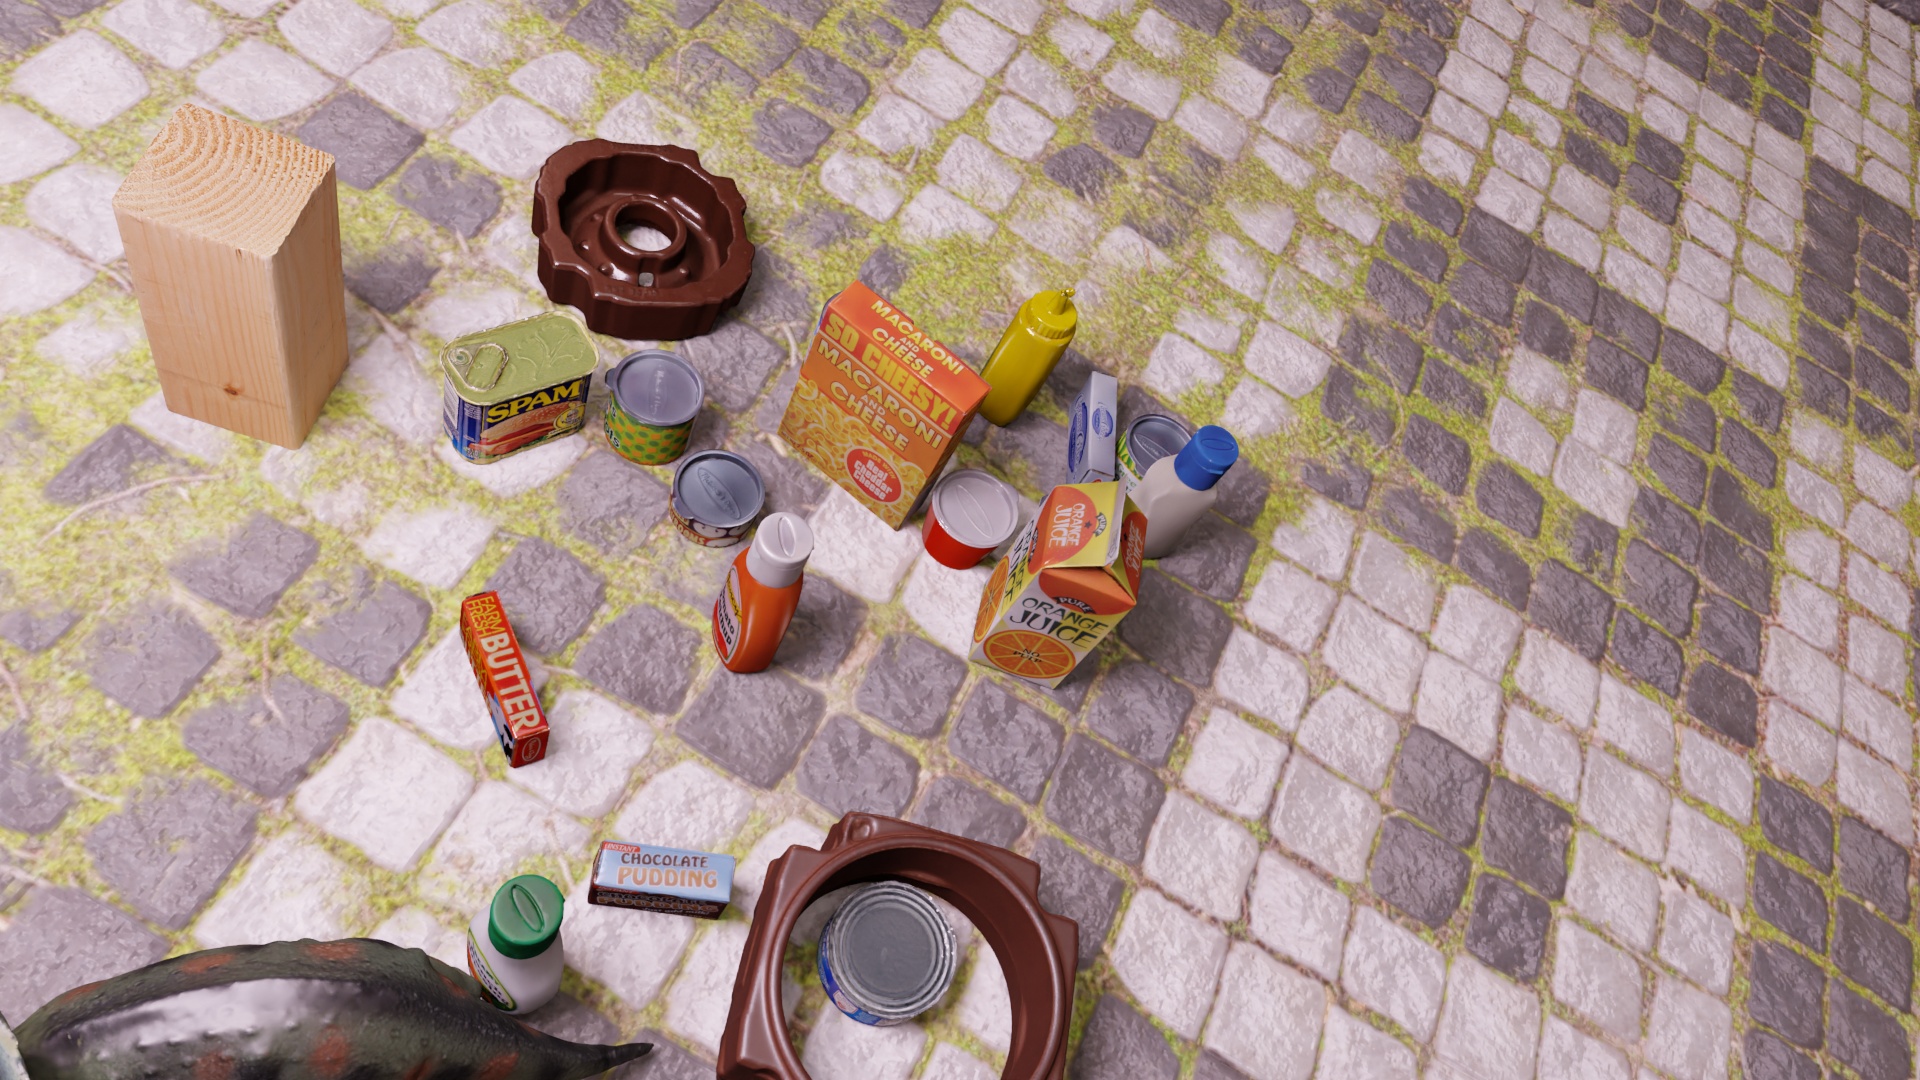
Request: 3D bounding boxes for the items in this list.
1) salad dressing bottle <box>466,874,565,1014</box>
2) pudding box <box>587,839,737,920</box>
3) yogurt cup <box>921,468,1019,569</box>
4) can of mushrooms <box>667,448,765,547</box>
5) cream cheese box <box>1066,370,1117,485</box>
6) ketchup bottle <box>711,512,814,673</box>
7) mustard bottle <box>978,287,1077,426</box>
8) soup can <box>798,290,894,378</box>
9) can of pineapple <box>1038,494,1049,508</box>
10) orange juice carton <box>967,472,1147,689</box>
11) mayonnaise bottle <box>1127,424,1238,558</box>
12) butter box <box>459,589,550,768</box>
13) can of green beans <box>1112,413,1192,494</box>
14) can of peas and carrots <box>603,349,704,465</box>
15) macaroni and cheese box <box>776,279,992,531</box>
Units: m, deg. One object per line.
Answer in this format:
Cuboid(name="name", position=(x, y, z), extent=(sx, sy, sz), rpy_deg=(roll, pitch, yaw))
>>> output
Cuboid(name="salad dressing bottle", position=(-0.244, 0.221, 0.767), extent=(0.044, 0.147, 0.064), rpy_deg=(-28, 74, -32))
Cuboid(name="pudding box", position=(-0.184, 0.209, 0.857), extent=(0.084, 0.049, 0.030), rpy_deg=(12, 58, -15))
Cuboid(name="yogurt cup", position=(0.004, -0.013, 1.062), extent=(0.072, 0.053, 0.073), rpy_deg=(10, 58, -16))
Cuboid(name="can of mushrooms", position=(-0.180, -0.030, 1.011), extent=(0.071, 0.033, 0.071), rpy_deg=(10, 58, -16))
Cuboid(name="cream cheese box", position=(0.108, -0.083, 1.145), extent=(0.024, 0.053, 0.104), rpy_deg=(14, 57, -14))
Cuboid(name="ketchup bottle", position=(-0.131, 0.032, 0.923), extent=(0.043, 0.148, 0.065), rpy_deg=(-3, 63, -23))
Cuboid(name="mustard bottle", position=(0.057, -0.155, 1.101), extent=(0.049, 0.159, 0.065), rpy_deg=(36, 55, 1))
Cuboid(name="soup can", position=(-0.088, -0.144, 1.084), extent=(0.071, 0.083, 0.071), rpy_deg=(10, 58, -16))
Cuboid(name="can of pineapple", position=(0.084, -0.001, 1.084), extent=(0.071, 0.057, 0.071), rpy_deg=(10, 58, -16))
Cuboid(name="orange juice carton", position=(0.074, 0.028, 0.981), extent=(0.073, 0.191, 0.072), rpy_deg=(20, 56, -10))
Cuboid(name="mayonnaise bottle", position=(0.166, -0.036, 1.082), extent=(0.065, 0.147, 0.041), rpy_deg=(6, 59, -18))
Cuboid(name="butter box", position=(-0.291, 0.088, 0.885), extent=(0.024, 0.053, 0.104), rpy_deg=(-17, 68, -29))
Cuboid(name="can of green beans", position=(0.155, -0.062, 1.148), extent=(0.071, 0.057, 0.071), rpy_deg=(10, 58, -16))
Cuboid(name="can of peas and carrots", position=(-0.227, -0.097, 1.016), extent=(0.071, 0.058, 0.071), rpy_deg=(10, 58, -16))
Cuboid(name="macaroni and cheese box", position=(-0.060, -0.095, 1.016), extent=(0.124, 0.165, 0.040), rpy_deg=(39, 55, 4))
